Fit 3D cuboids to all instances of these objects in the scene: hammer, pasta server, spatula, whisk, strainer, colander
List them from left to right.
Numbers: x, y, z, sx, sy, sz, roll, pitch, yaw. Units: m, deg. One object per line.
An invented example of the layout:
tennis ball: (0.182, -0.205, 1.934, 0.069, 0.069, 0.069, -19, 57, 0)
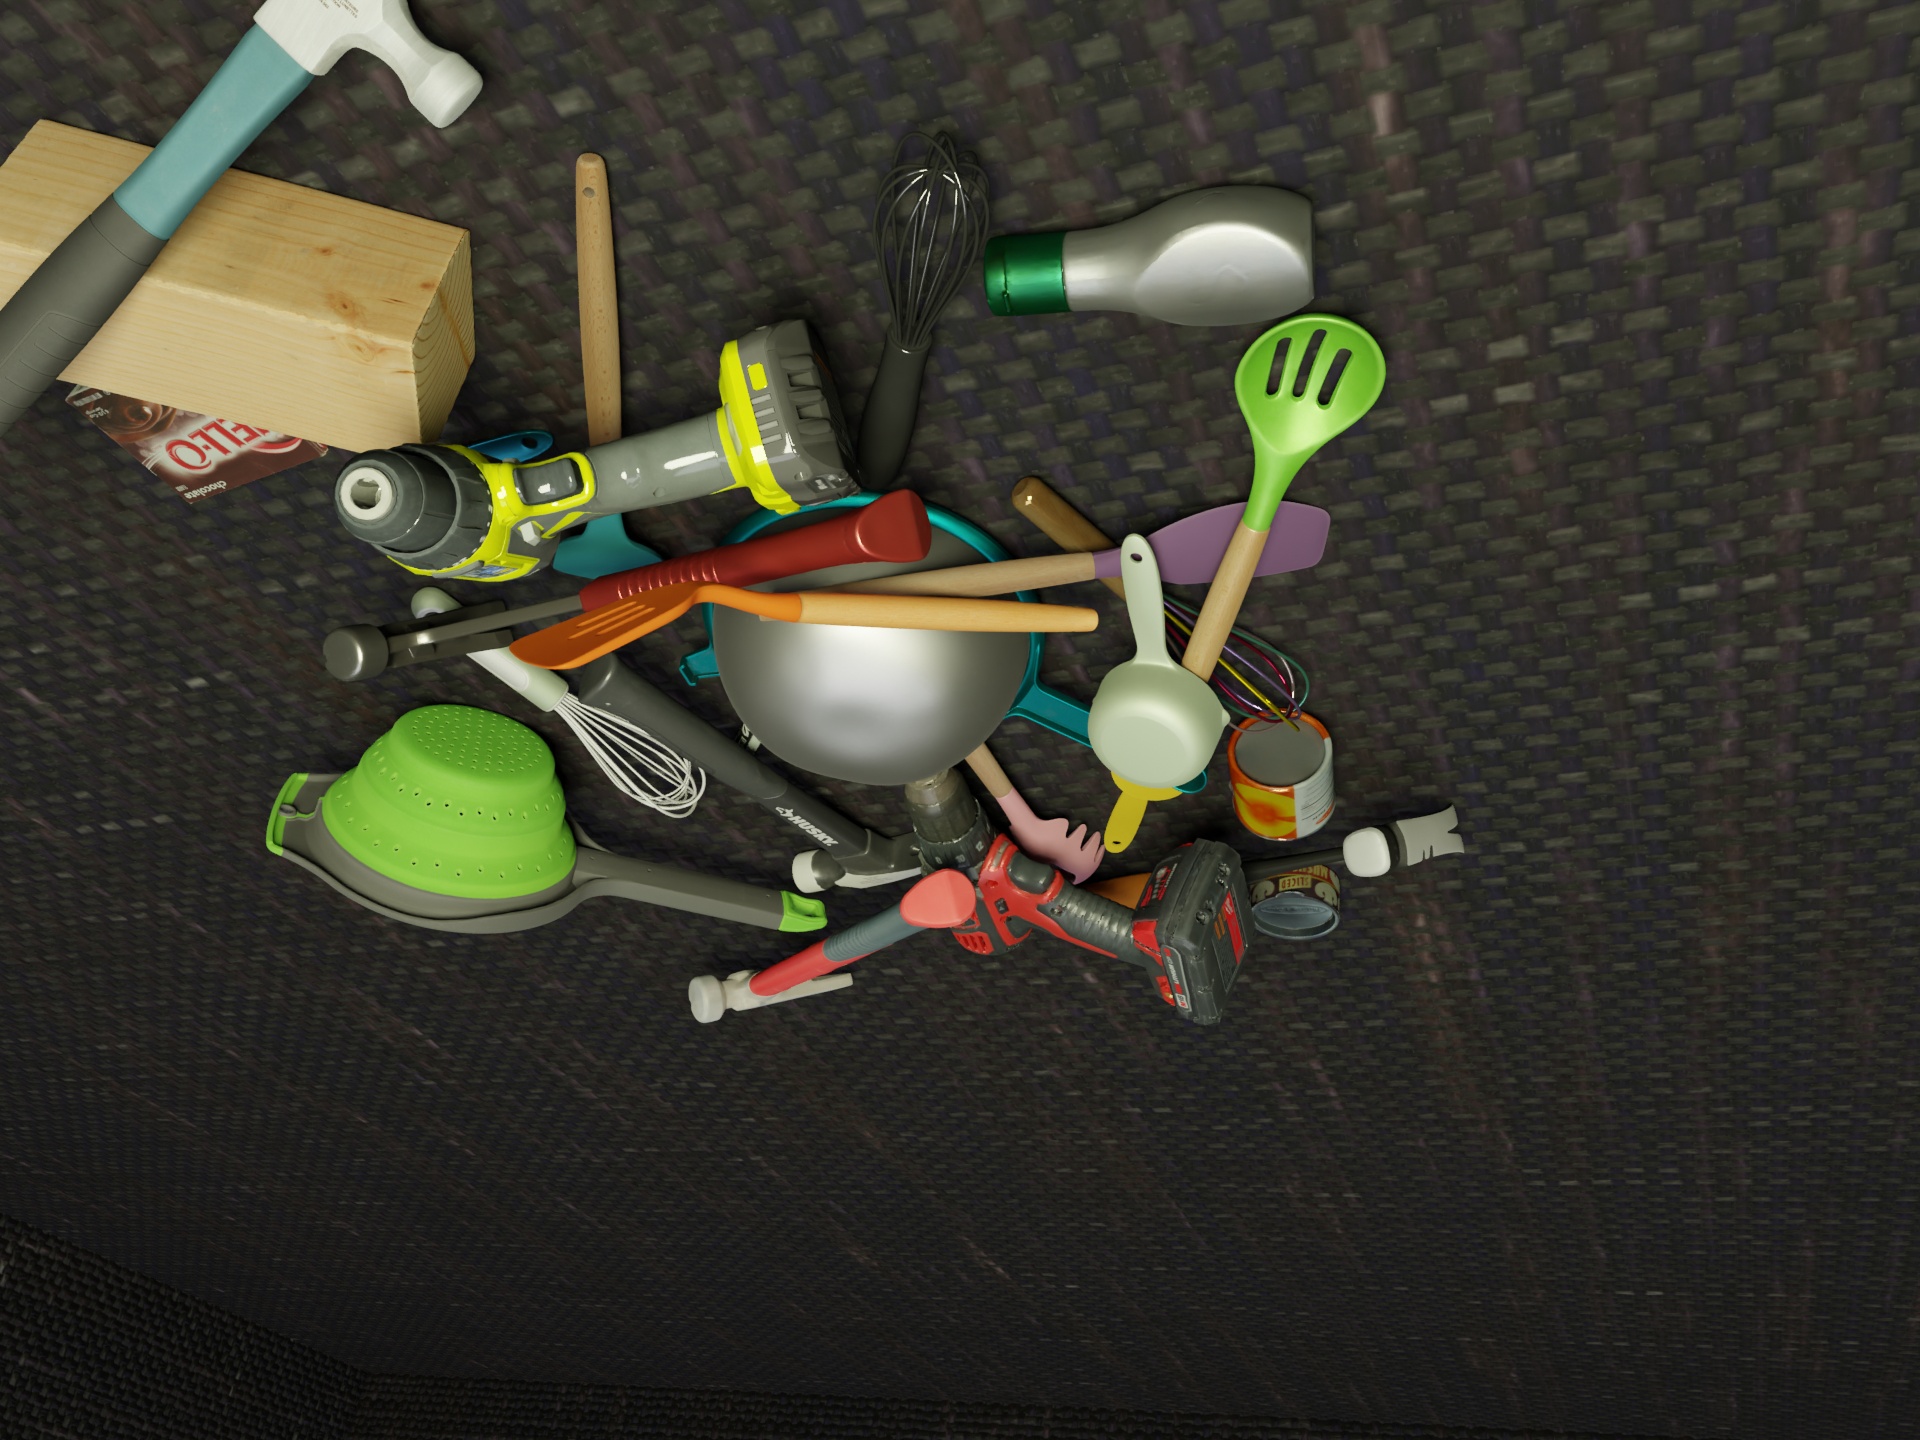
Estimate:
hammer: (-0.367, -0.211, 0.699, 0.331, 0.033, 0.128, -41, 107, 13)
whisk: (-0.269, -0.011, 1.081, 0.058, 0.059, 0.246, -32, 125, 28)
colander: (-0.273, 0.072, 1.134, 0.397, 0.205, 0.094, 15, 112, -19)
spatula: (-0.192, -0.168, 0.863, 0.082, 0.044, 0.317, 9, 140, -3)
hammer: (-0.176, -0.074, 0.886, 0.359, 0.149, 0.036, -10, 97, 26)
hammer: (-0.137, 0.040, 1.093, 0.146, 0.035, 0.334, -12, 148, 28)
spatula: (-0.063, -0.048, 0.815, 0.322, 0.041, 0.081, 0, -170, -32)
hammer: (-0.076, 0.167, 1.185, 0.143, 0.038, 0.386, -8, 166, -30)
whisk: (-0.028, -0.189, 0.778, 0.055, 0.055, 0.238, 13, 149, -5)
strainer: (-0.002, -0.003, 0.955, 0.340, 0.095, 0.211, 24, 134, -12)
pasta server: (0.018, 0.025, 1.085, 0.060, 0.040, 0.315, -11, 136, 26)
spatula: (0.047, -0.083, 0.866, 0.316, 0.018, 0.059, -8, 141, -4)
whisk: (0.121, -0.063, 0.921, 0.244, 0.047, 0.051, 37, 129, -28)
hammer: (0.184, 0.110, 1.130, 0.337, 0.034, 0.127, -17, 173, 42)

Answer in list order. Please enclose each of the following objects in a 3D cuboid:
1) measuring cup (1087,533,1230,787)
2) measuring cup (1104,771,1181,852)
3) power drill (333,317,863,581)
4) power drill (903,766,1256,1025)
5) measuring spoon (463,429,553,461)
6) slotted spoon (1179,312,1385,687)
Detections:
measuring cup: (0.102, -0.027, 0.884, 0.083, 0.038, 0.167, 7, 136, 23)
measuring cup: (0.122, 0.060, 1.101, 0.062, 0.029, 0.156, 11, 143, -2)
power drill: (-0.171, -0.122, 0.766, 0.228, 0.080, 0.190, -15, -178, 2)
power drill: (0.071, 0.107, 1.063, 0.227, 0.080, 0.187, 12, 144, 29)
measuring spoon: (-0.291, -0.153, 0.916, 0.128, 0.021, 0.042, -12, 140, 13)
slotted spoon: (0.148, -0.087, 0.852, 0.070, 0.031, 0.313, 12, 135, -3)
